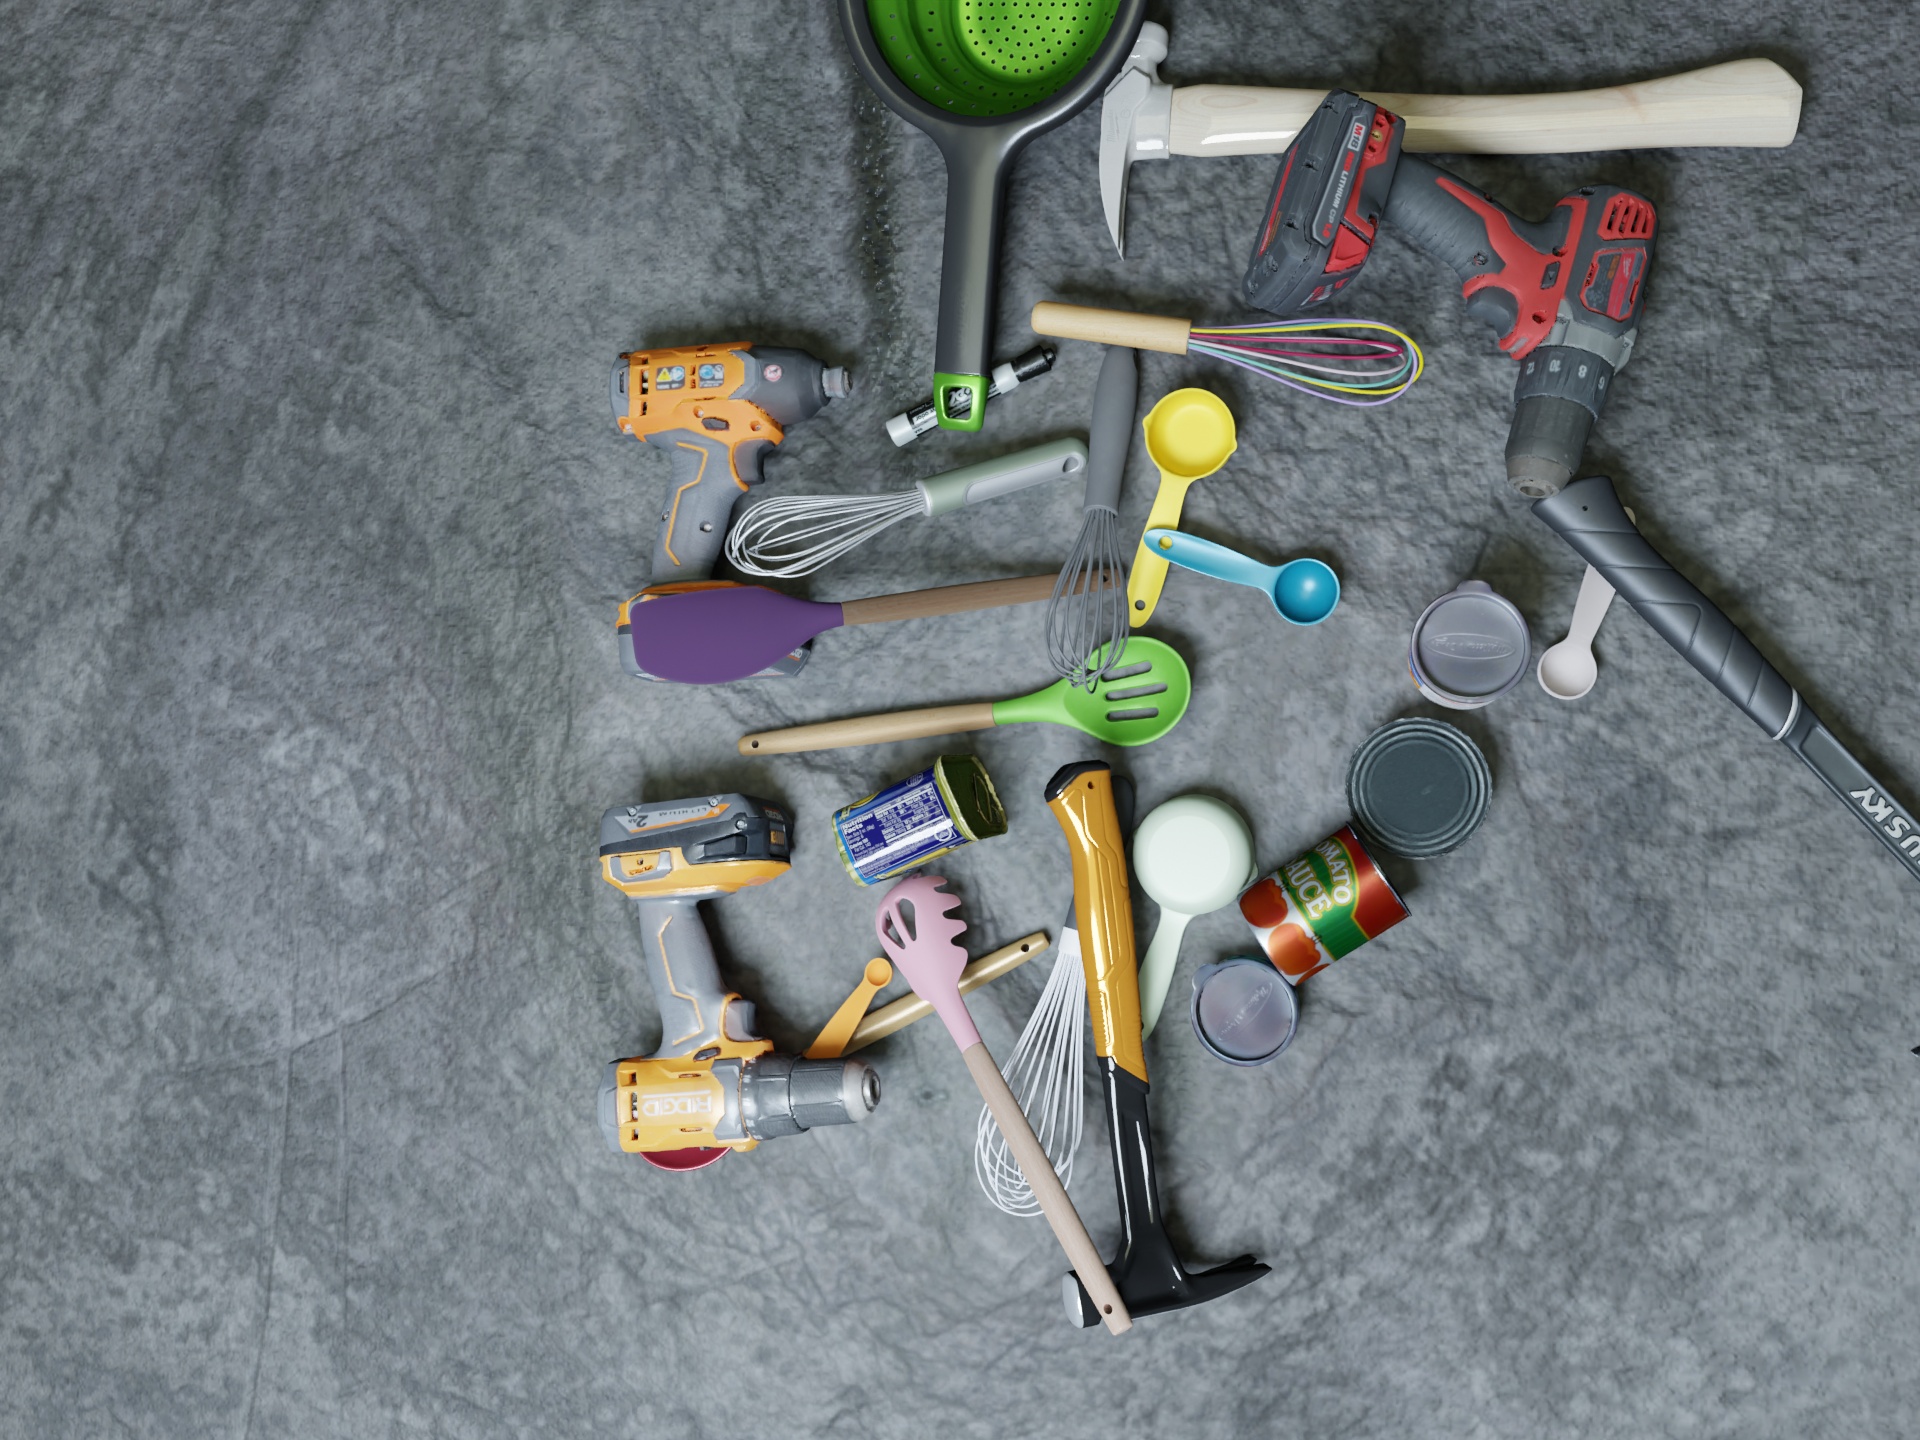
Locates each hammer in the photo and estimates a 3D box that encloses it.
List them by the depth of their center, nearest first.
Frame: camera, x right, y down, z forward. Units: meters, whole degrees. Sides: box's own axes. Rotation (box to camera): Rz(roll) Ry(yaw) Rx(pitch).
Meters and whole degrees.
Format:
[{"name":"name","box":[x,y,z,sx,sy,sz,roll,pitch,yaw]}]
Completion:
[{"name":"hammer","box":[0.483,0.015,0.913,0.149,0.036,0.409,-43,80,10]},{"name":"hammer","box":[0.104,0.191,0.974,0.127,0.034,0.337,-7,88,-14]},{"name":"hammer","box":[0.291,-0.360,0.984,0.411,0.038,0.146,5,90,14]}]

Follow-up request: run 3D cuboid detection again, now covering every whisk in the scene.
[{"name":"whisk","box":[0.166,-0.241,0.997,0.245,0.047,0.051,10,82,10]},{"name":"whisk","box":[0.091,-0.132,1.007,0.055,0.055,0.239,4,75,15]},{"name":"whisk","box":[0.066,0.172,1.011,0.070,0.070,0.284,13,86,15]},{"name":"whisk","box":[-0.031,-0.139,1.013,0.246,0.057,0.059,-18,52,-12]}]

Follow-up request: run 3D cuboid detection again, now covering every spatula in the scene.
[{"name":"spatula","box":[-0.050,-0.069,1.013,0.316,0.018,0.060,-9,90,-7]}]

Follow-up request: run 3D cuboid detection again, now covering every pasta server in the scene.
[{"name":"pasta server","box":[0.024,0.224,0.974,0.060,0.040,0.316,-41,60,18]}]

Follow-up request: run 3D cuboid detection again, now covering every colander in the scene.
[{"name":"colander","box":[0.025,-0.389,1.032,0.204,0.094,0.397,8,102,17]}]

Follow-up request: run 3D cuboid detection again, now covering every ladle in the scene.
[{"name":"ladle","box":[-0.080,0.214,1.061,0.315,0.031,0.069,-28,77,10]}]

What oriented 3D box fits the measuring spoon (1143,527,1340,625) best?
[{"name":"measuring spoon","box":[0.177,-0.096,1.006,0.128,0.021,0.042,21,101,12]}]

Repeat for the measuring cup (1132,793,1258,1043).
[{"name":"measuring cup","box":[0.132,0.128,1.002,0.083,0.038,0.167,18,90,14]}]

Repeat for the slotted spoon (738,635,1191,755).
[{"name":"slotted spoon","box":[-0.002,-0.003,1.049,0.314,0.031,0.070,-8,86,16]}]

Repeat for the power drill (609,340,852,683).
[{"name":"power drill","box":[-0.152,-0.143,1.068,0.164,0.084,0.226,-2,84,13]}]

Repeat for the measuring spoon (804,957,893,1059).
[{"name":"measuring spoon","box":[-0.079,0.206,1.045,0.021,0.011,0.117,35,93,28]}]

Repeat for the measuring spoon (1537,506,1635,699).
[{"name":"measuring spoon","box":[0.381,-0.071,0.962,0.034,0.018,0.124,21,86,6]}]

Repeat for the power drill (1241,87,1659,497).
[{"name":"power drill","box":[0.285,-0.246,0.926,0.226,0.080,0.188,19,82,-6]}]

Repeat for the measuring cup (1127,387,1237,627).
[{"name":"measuring cup","box":[0.135,-0.136,1.025,0.062,0.029,0.156,19,104,13]}]

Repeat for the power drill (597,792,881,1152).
[{"name":"power drill","box":[-0.147,0.165,1.037,0.185,0.084,0.226,-7,79,16]}]
